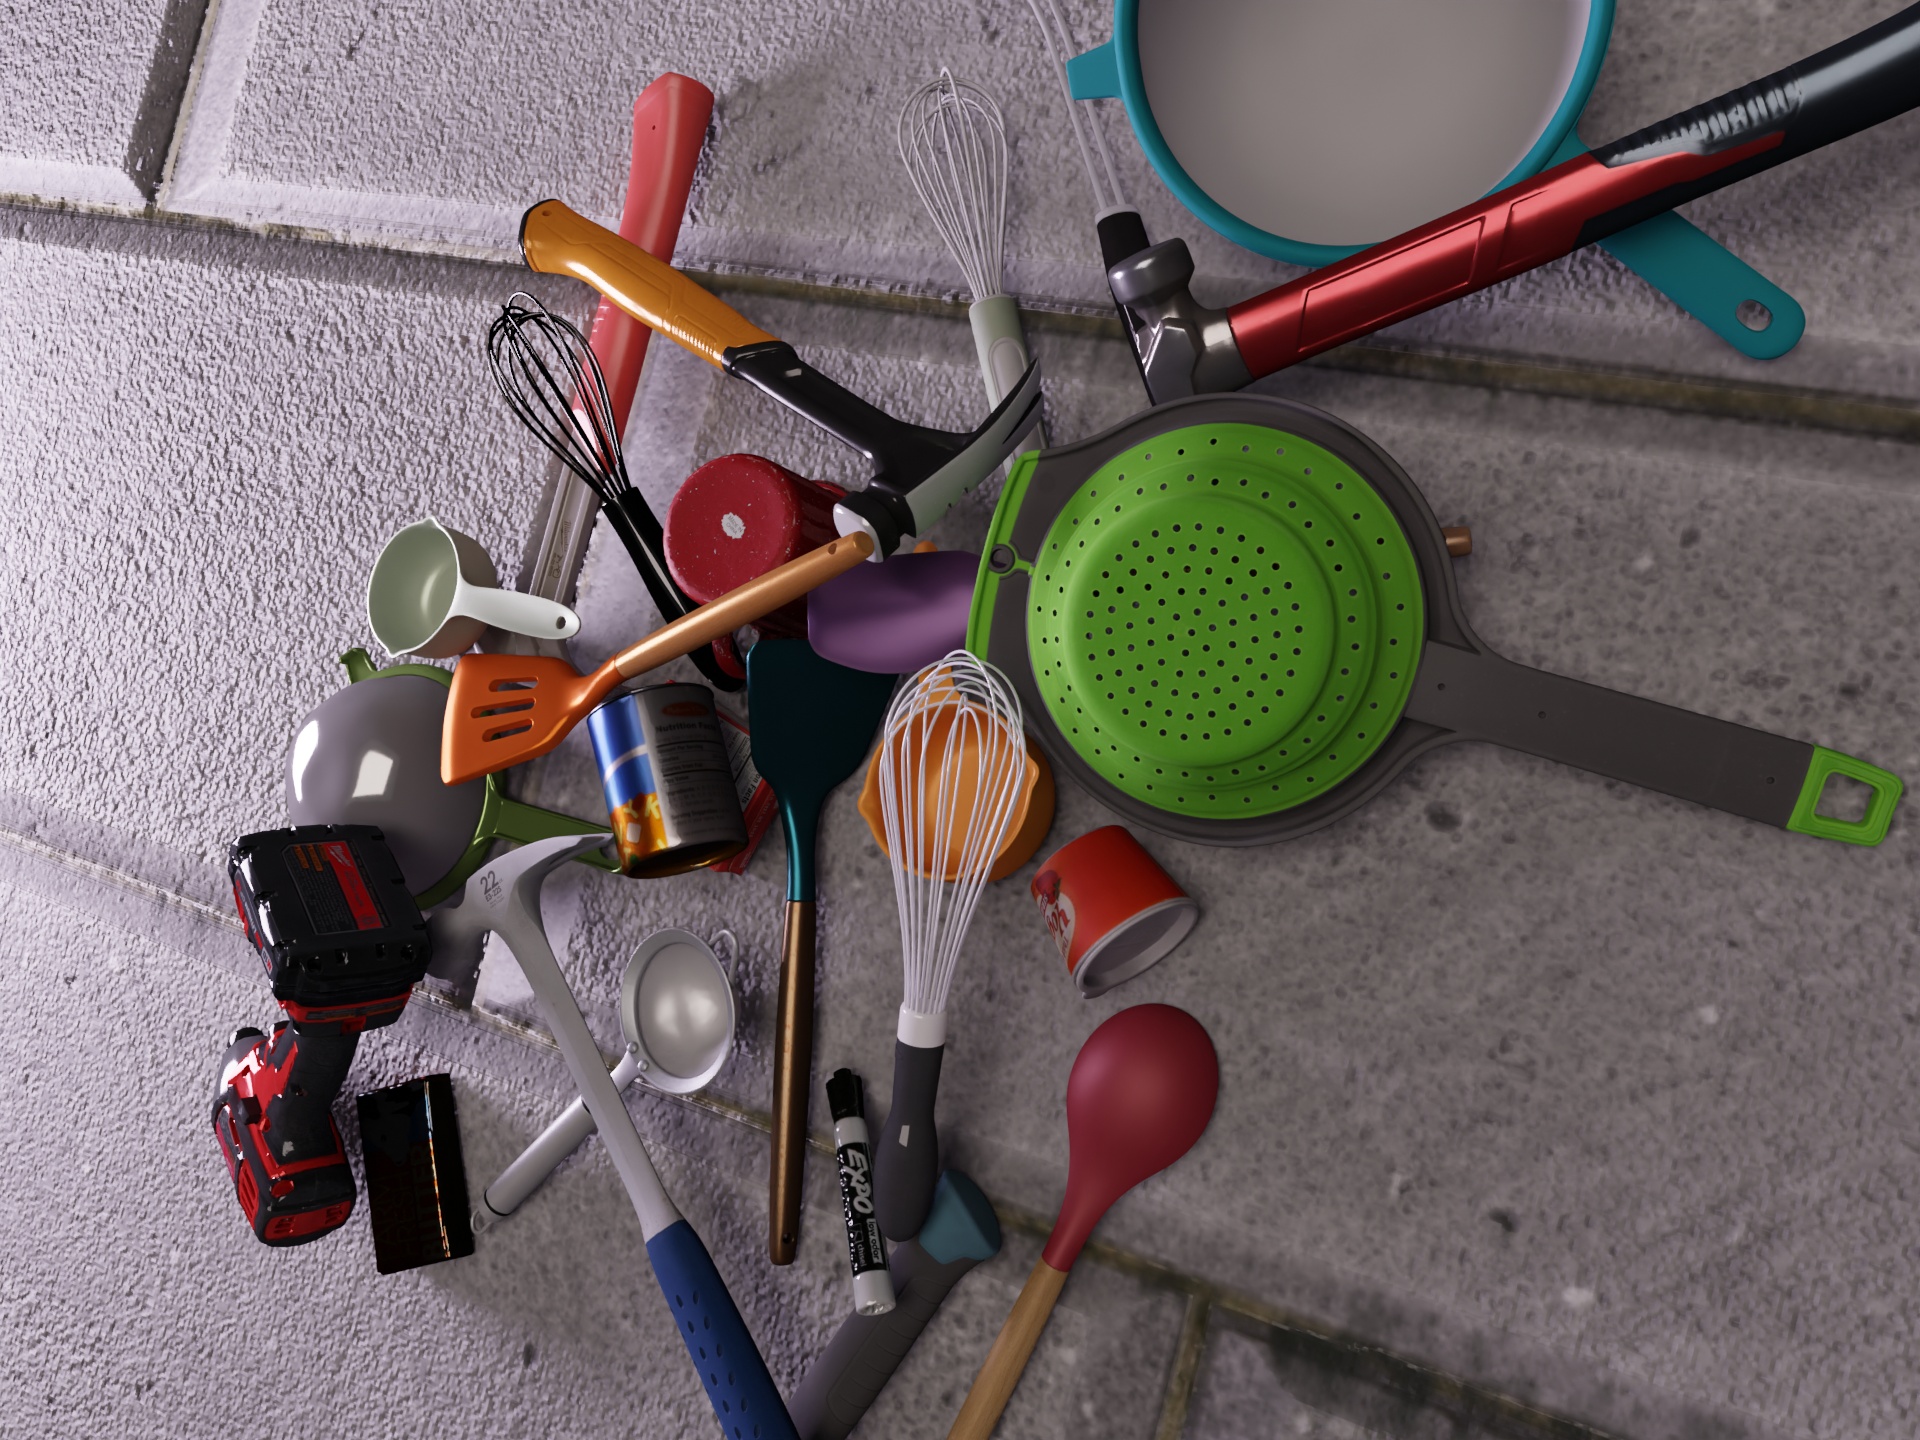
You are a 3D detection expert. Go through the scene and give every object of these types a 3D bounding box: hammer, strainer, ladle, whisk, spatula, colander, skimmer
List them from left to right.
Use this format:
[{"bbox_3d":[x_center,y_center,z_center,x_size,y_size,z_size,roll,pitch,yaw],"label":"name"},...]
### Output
[{"bbox_3d":[-0.299,0.047,0.905,0.256,0.069,0.151,13,88,26],"label":"strainer"},{"bbox_3d":[-0.187,0.197,0.852,0.258,0.050,0.087,-45,62,18],"label":"strainer"},{"bbox_3d":[-0.195,-0.191,0.912,0.149,0.036,0.359,15,89,25],"label":"hammer"},{"bbox_3d":[-0.180,-0.119,0.850,0.055,0.055,0.239,-28,98,18],"label":"whisk"},{"bbox_3d":[-0.162,-0.037,0.802,0.322,0.041,0.081,-21,59,41],"label":"spatula"},{"bbox_3d":[-0.147,0.240,0.786,0.144,0.035,0.406,-39,71,24],"label":"hammer"},{"bbox_3d":[-0.114,-0.202,0.825,0.337,0.034,0.127,35,67,29],"label":"hammer"},{"bbox_3d":[-0.082,0.365,0.786,0.128,0.033,0.331,37,98,22],"label":"hammer"},{"bbox_3d":[-0.081,0.119,0.811,0.044,0.082,0.317,176,97,-65],"label":"spatula"},{"bbox_3d":[-0.014,0.108,0.728,0.070,0.070,0.284,13,103,25],"label":"whisk"},{"bbox_3d":[0.015,-0.222,0.821,0.058,0.059,0.246,-11,81,-6],"label":"whisk"},{"bbox_3d":[0.033,0.278,0.752,0.069,0.031,0.315,28,96,25],"label":"ladle"},{"bbox_3d":[0.066,-0.318,0.786,0.127,0.090,0.363,-13,78,-11],"label":"skimmer"},{"bbox_3d":[0.076,-0.064,0.749,0.316,0.018,0.060,-6,81,15],"label":"spatula"},{"bbox_3d":[0.182,-0.017,0.659,0.397,0.094,0.204,17,101,15],"label":"colander"},{"bbox_3d":[0.232,-0.277,0.716,0.340,0.095,0.211,38,117,2],"label":"strainer"},{"bbox_3d":[0.262,-0.200,0.659,0.386,0.038,0.143,-19,108,25],"label":"hammer"}]

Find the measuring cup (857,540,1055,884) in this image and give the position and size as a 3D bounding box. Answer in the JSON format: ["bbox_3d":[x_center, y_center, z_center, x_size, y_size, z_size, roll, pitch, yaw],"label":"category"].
[{"bbox_3d":[-0.001,-0.003,0.794,0.095,0.052,0.174,-12,72,21],"label":"measuring cup"}]

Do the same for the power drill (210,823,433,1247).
[{"bbox_3d":[-0.368,0.170,0.883,0.143,0.078,0.219,48,127,38],"label":"power drill"}]

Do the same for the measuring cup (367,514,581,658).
[{"bbox_3d":[-0.258,-0.063,0.876,0.168,0.038,0.083,14,88,31],"label":"measuring cup"}]
